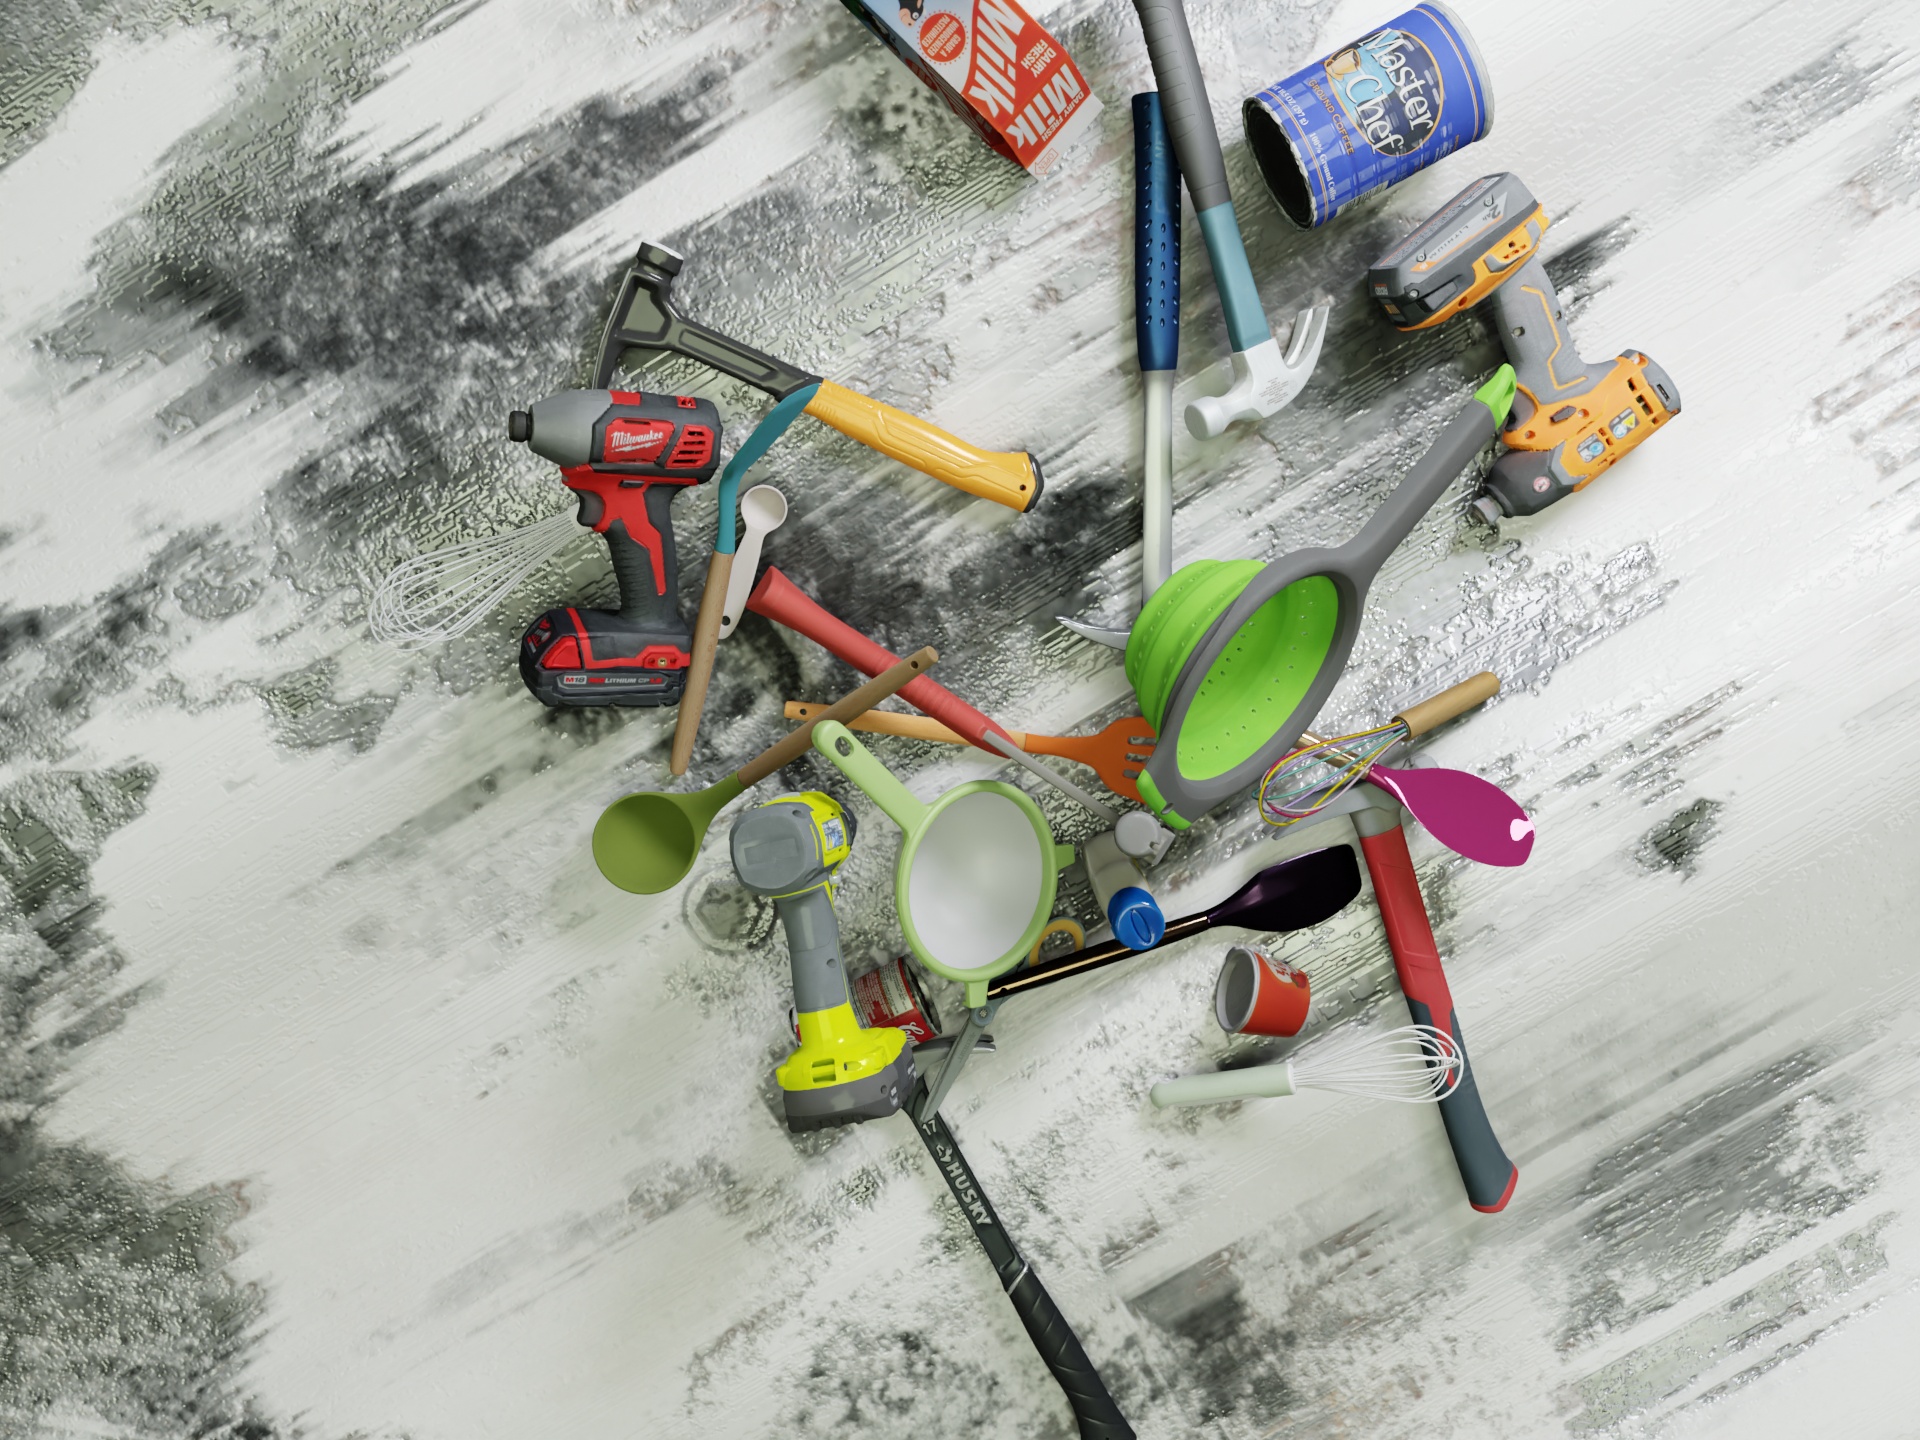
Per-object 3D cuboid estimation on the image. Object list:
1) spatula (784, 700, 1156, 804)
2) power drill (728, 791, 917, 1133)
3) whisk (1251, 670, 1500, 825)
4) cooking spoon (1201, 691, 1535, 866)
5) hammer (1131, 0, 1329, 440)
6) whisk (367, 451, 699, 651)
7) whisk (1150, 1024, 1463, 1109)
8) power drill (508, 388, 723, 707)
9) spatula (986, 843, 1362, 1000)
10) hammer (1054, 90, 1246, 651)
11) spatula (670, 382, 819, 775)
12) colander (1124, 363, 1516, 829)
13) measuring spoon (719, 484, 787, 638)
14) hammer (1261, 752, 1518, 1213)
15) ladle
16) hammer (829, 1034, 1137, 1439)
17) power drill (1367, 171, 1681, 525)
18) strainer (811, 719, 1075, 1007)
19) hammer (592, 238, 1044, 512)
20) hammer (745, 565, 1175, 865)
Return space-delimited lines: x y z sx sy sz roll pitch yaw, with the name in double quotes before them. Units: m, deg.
"spatula" 0.026 0.014 1.215 0.322 0.041 0.081 8 94 -3
"power drill" -0.095 0.162 1.144 0.080 0.190 0.228 -12 89 9
"whisk" 0.313 0.017 1.190 0.245 0.051 0.047 -24 89 -25
"cooking spoon" 0.286 0.027 1.210 0.319 0.017 0.069 26 64 5
"hammer" 0.173 -0.374 1.117 0.128 0.033 0.331 -25 107 -21
"whisk" -0.304 -0.132 1.164 0.284 0.070 0.070 -28 101 -2
"whisk" 0.269 0.282 1.254 0.246 0.057 0.059 -12 74 18
"power drill" -0.250 -0.124 1.120 0.143 0.079 0.219 0 113 -25
"spatula" 0.169 0.167 1.250 0.316 0.018 0.059 -17 102 -7
"hammer" 0.140 -0.247 1.172 0.144 0.035 0.405 -2 101 -3
"spatula" -0.168 -0.096 1.158 0.044 0.082 0.317 19 113 7
"colander" 0.237 -0.109 1.127 0.095 0.204 0.397 39 88 33
"measuring spoon" -0.162 -0.119 1.195 0.034 0.018 0.124 20 106 -7
"hammer" 0.360 0.227 1.270 0.143 0.038 0.386 -21 103 -6
"ladle" -0.144 0.033 1.151 0.320 0.062 0.078 -32 91 26
"hammer" 0.042 0.438 1.304 0.149 0.036 0.408 -28 102 2
"power drill" 0.399 -0.262 1.161 0.164 0.084 0.226 -39 104 7
"strainer" -0.034 0.084 1.172 0.256 0.069 0.151 46 66 -29
"hammer" -0.098 -0.225 1.165 0.336 0.034 0.127 22 98 -7
"hammer" -0.002 -0.004 1.164 0.359 0.149 0.037 33 91 11
